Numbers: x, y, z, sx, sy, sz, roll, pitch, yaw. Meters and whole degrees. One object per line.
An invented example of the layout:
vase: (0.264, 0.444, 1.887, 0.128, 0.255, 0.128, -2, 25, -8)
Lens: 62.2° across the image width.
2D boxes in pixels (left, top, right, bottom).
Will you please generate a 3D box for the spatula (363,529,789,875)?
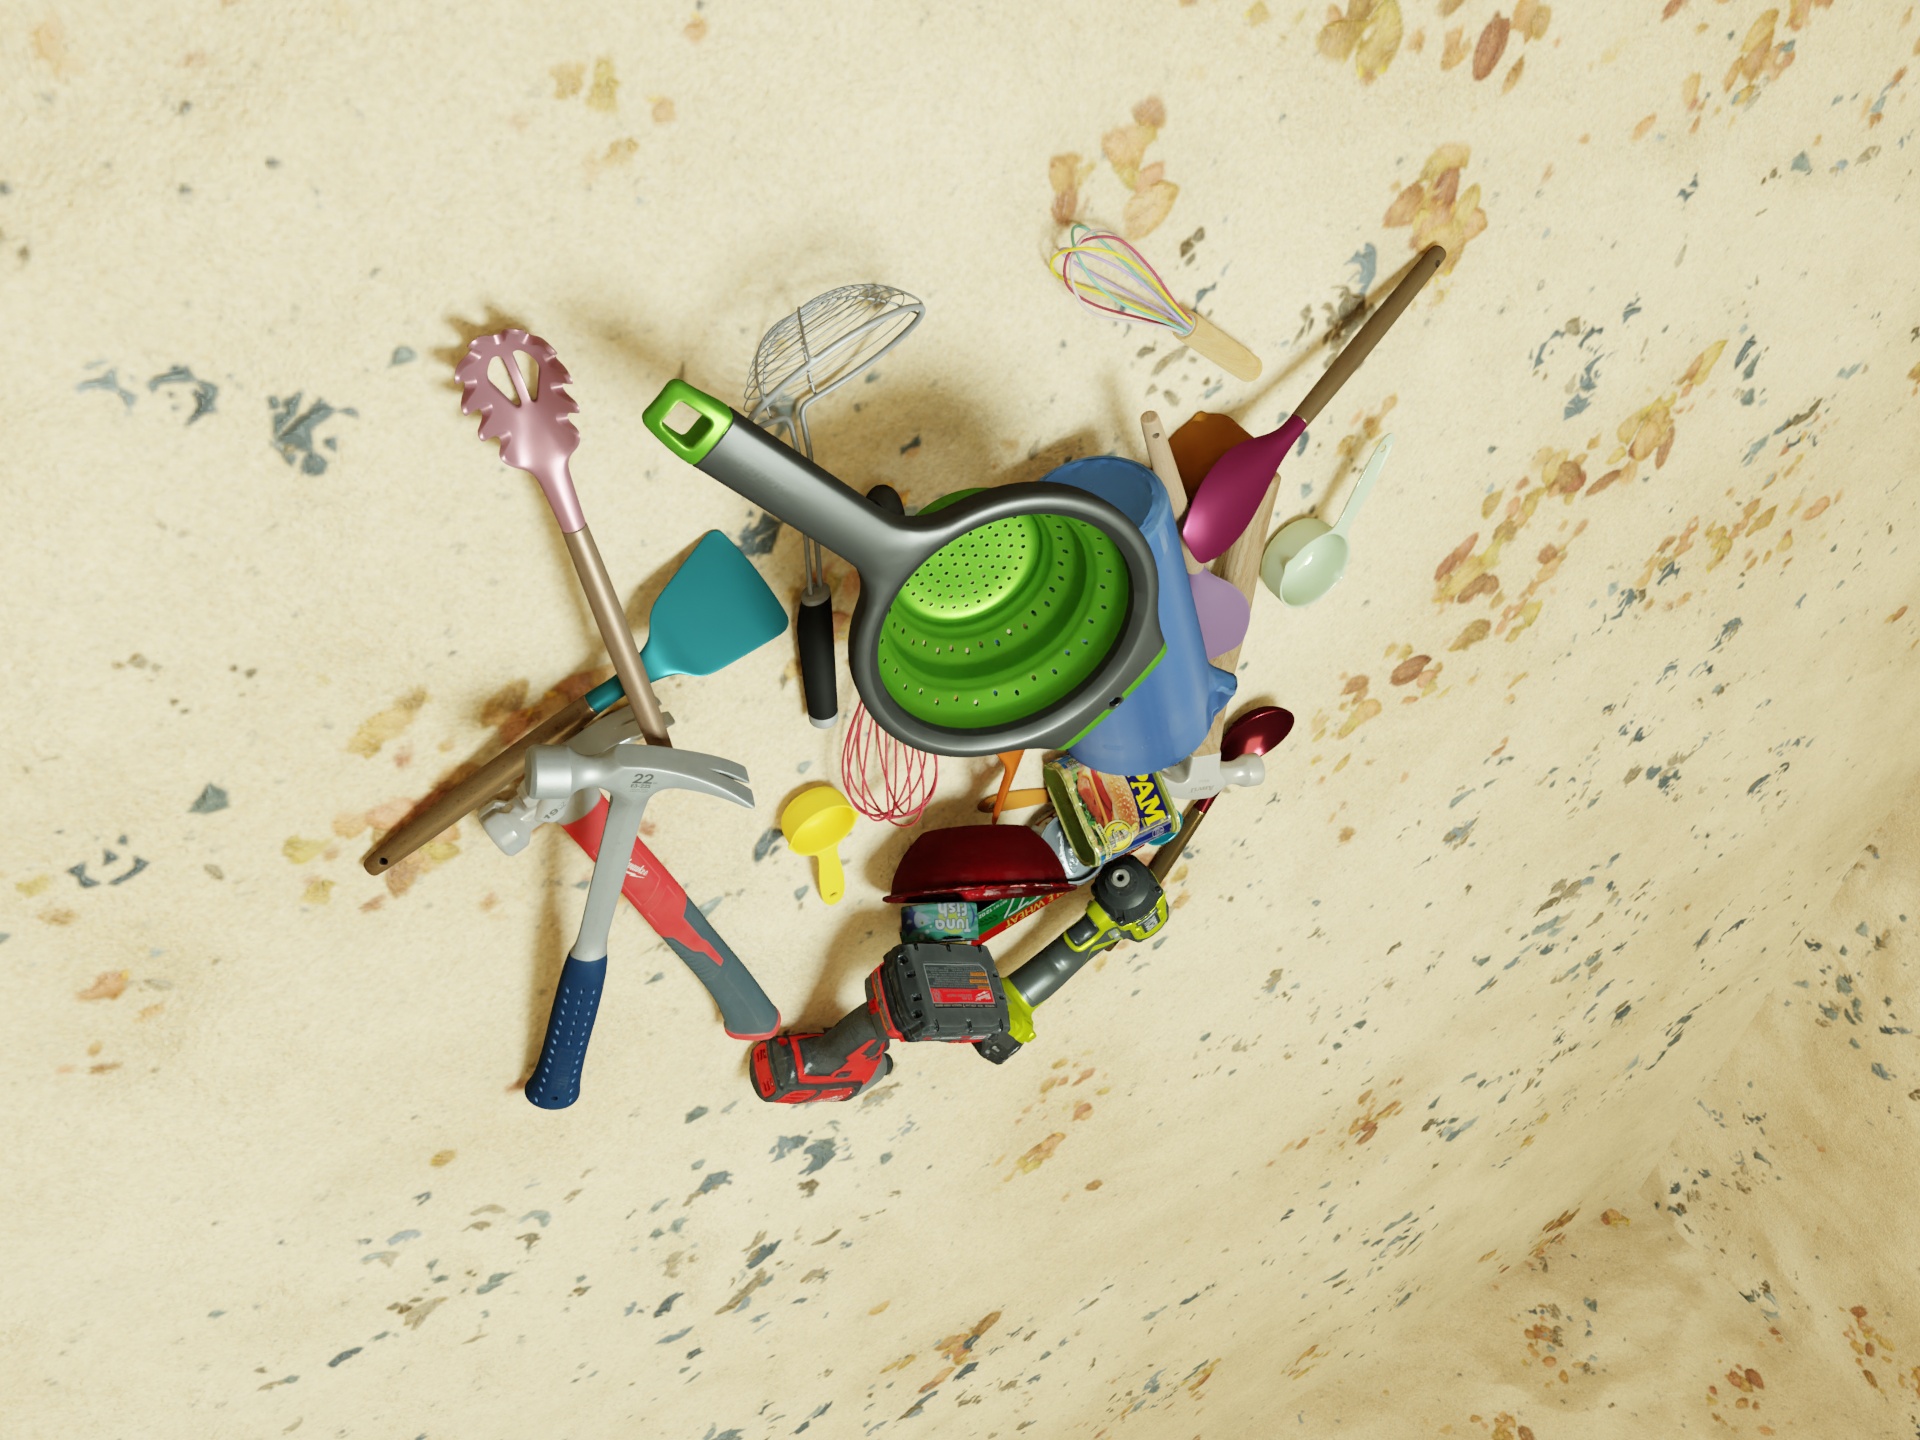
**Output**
spatula: (-0.257, 0.002, 1.031, 0.317, 0.044, 0.082, -35, 112, 4)

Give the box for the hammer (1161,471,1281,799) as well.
hammer: (0.224, -0.065, 1.360, 0.130, 0.031, 0.331, -9, 129, -17)

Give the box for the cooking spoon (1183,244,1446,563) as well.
cooking spoon: (0.270, -0.244, 1.198, 0.319, 0.017, 0.068, -50, 133, -11)

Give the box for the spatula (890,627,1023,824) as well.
spatula: (-0.002, -0.004, 1.185, 0.322, 0.041, 0.081, 45, 63, -57)

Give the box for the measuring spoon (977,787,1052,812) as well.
measuring spoon: (0.063, 0.070, 1.381, 0.117, 0.011, 0.021, -5, 129, -36)

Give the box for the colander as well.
colander: (-0.037, -0.112, 0.970, 0.204, 0.095, 0.396, -45, 133, 17)

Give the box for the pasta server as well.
pasta server: (-0.218, -0.088, 0.937, 0.060, 0.040, 0.316, -18, 126, -6)

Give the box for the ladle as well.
ladle: (0.220, 0.106, 1.534, 0.069, 0.031, 0.315, 11, 120, -37)

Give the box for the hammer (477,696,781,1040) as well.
hammer: (-0.206, 0.135, 1.199, 0.143, 0.038, 0.385, -37, 141, -9)

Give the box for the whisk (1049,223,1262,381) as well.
whisk: (0.141, -0.281, 1.100, 0.047, 0.051, 0.244, -36, 151, 28)

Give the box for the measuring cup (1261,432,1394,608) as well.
measuring cup: (0.310, -0.174, 1.339, 0.083, 0.038, 0.167, 5, 121, -42)

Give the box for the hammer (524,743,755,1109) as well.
hammer: (-0.253, 0.157, 1.117, 0.144, 0.035, 0.405, 1, 138, -23)

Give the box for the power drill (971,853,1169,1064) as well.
power drill: (0.090, 0.212, 1.459, 0.223, 0.080, 0.171, -39, 159, -2)

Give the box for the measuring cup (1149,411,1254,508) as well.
measuring cup: (0.159, -0.168, 1.204, 0.173, 0.052, 0.095, -25, 139, -21)

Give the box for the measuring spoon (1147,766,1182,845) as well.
measuring spoon: (0.184, 0.060, 1.475, 0.042, 0.021, 0.128, -17, 127, -17)

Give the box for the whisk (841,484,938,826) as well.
whisk: (-0.053, -0.037, 1.149, 0.073, 0.073, 0.295, -20, 131, -25)

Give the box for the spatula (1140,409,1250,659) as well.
spatula: (0.176, -0.132, 1.210, 0.060, 0.018, 0.315, -25, 146, 5)

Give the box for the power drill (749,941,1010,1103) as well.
power drill: (-0.067, 0.269, 1.365, 0.143, 0.079, 0.219, 10, 144, -43)

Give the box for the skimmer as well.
skimmer: (-0.077, -0.115, 1.026, 0.127, 0.090, 0.363, -36, 145, -32)

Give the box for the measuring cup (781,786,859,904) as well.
measuring cup: (-0.111, 0.102, 1.265, 0.062, 0.029, 0.156, -26, 151, -16)
